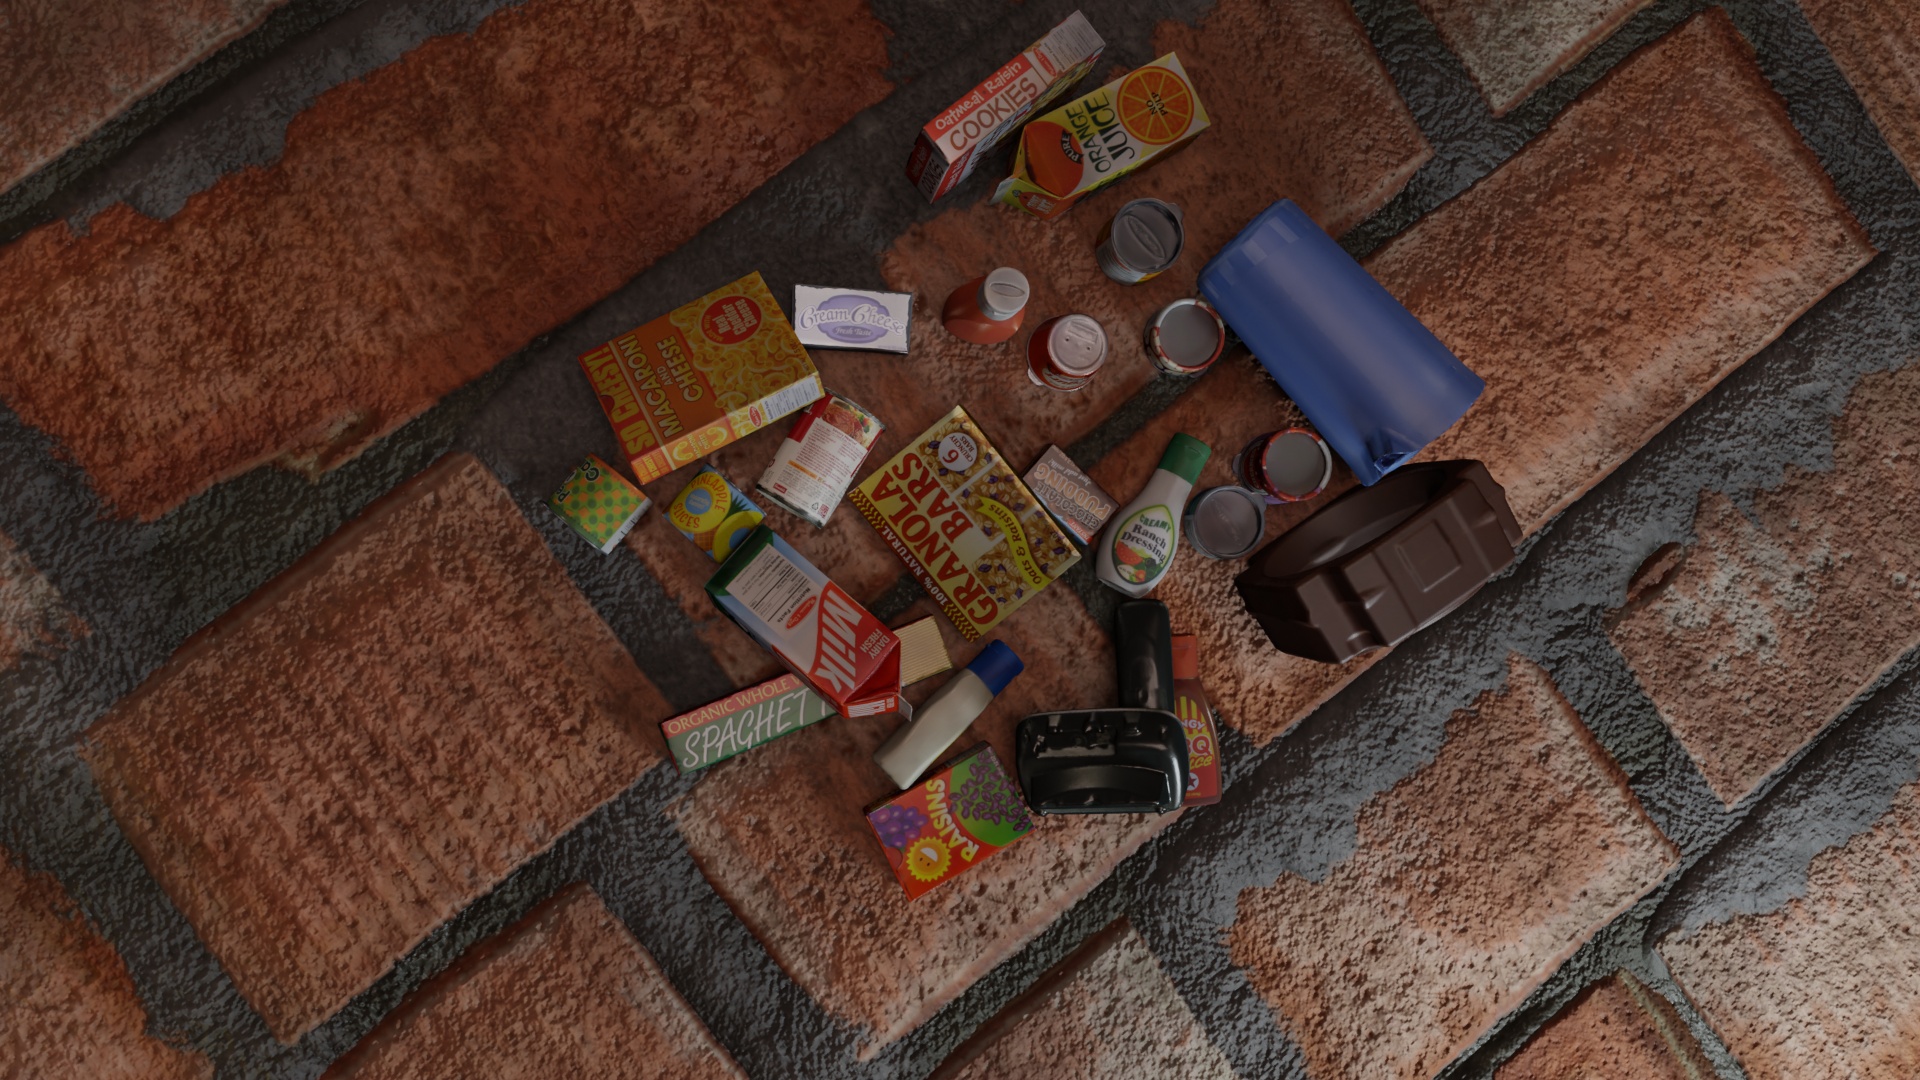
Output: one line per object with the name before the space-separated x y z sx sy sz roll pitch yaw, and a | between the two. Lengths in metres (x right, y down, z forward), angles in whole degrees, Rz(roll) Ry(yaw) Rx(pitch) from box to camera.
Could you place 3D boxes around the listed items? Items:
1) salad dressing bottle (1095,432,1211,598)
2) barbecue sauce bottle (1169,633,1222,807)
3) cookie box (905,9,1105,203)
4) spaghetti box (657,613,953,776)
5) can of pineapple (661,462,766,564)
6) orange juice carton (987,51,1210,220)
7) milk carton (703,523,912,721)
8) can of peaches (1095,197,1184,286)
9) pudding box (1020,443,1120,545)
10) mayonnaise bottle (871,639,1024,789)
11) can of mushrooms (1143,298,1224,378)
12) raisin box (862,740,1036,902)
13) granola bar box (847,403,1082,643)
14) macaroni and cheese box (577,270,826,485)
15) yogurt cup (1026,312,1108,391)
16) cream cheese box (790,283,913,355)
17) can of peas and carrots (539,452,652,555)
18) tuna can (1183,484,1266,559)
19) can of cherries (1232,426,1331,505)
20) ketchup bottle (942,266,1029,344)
salad dressing bottle | 0.171 -0.023 1.221 0.064 0.044 0.148 29 84 -6
barbecue sauce bottle | 0.193 0.157 1.220 0.065 0.043 0.148 -3 88 -2
cookie box | 0.033 -0.362 1.169 0.168 0.123 0.040 -39 94 -8
spaghetti box | -0.130 0.130 1.176 0.250 0.028 0.050 -21 91 -9
can of pineapple | -0.205 -0.022 1.148 0.071 0.071 0.058 42 83 -6
orange juice carton | 0.112 -0.342 1.208 0.193 0.072 0.073 -29 92 -9
milk carton | -0.112 0.080 1.133 0.191 0.072 0.073 39 76 9
can of peaches | 0.159 -0.263 1.220 0.071 0.058 0.071 0 88 -9
pudding box | 0.092 -0.040 1.216 0.083 0.030 0.050 43 84 -5
mayonnaise bottle | -0.010 0.147 1.179 0.148 0.064 0.041 -43 93 -11
can of mushrooms | 0.201 -0.179 1.236 0.071 0.033 0.071 0 88 -10
raisin box | -0.010 0.239 1.186 0.123 0.040 0.086 -28 94 -8
granola bar box | 0.004 -0.015 1.183 0.124 0.039 0.165 -39 94 7
macaroni and cheese box | -0.213 -0.136 1.138 0.167 0.040 0.124 -27 62 -9
yogurt cup | 0.096 -0.167 1.209 0.072 0.054 0.072 0 88 -10
cream cheese box | -0.094 -0.189 1.193 0.104 0.024 0.053 3 87 -9
can of peas and carrots | -0.297 -0.032 1.134 0.071 0.071 0.059 41 82 -6
tuna can | 0.236 -0.018 1.237 0.071 0.033 0.071 0 88 -9
can of cherries | 0.285 -0.065 1.234 0.071 0.058 0.071 0 89 -10
ketchup bottle | 0.025 -0.194 1.150 0.065 0.149 0.043 11 89 -9
